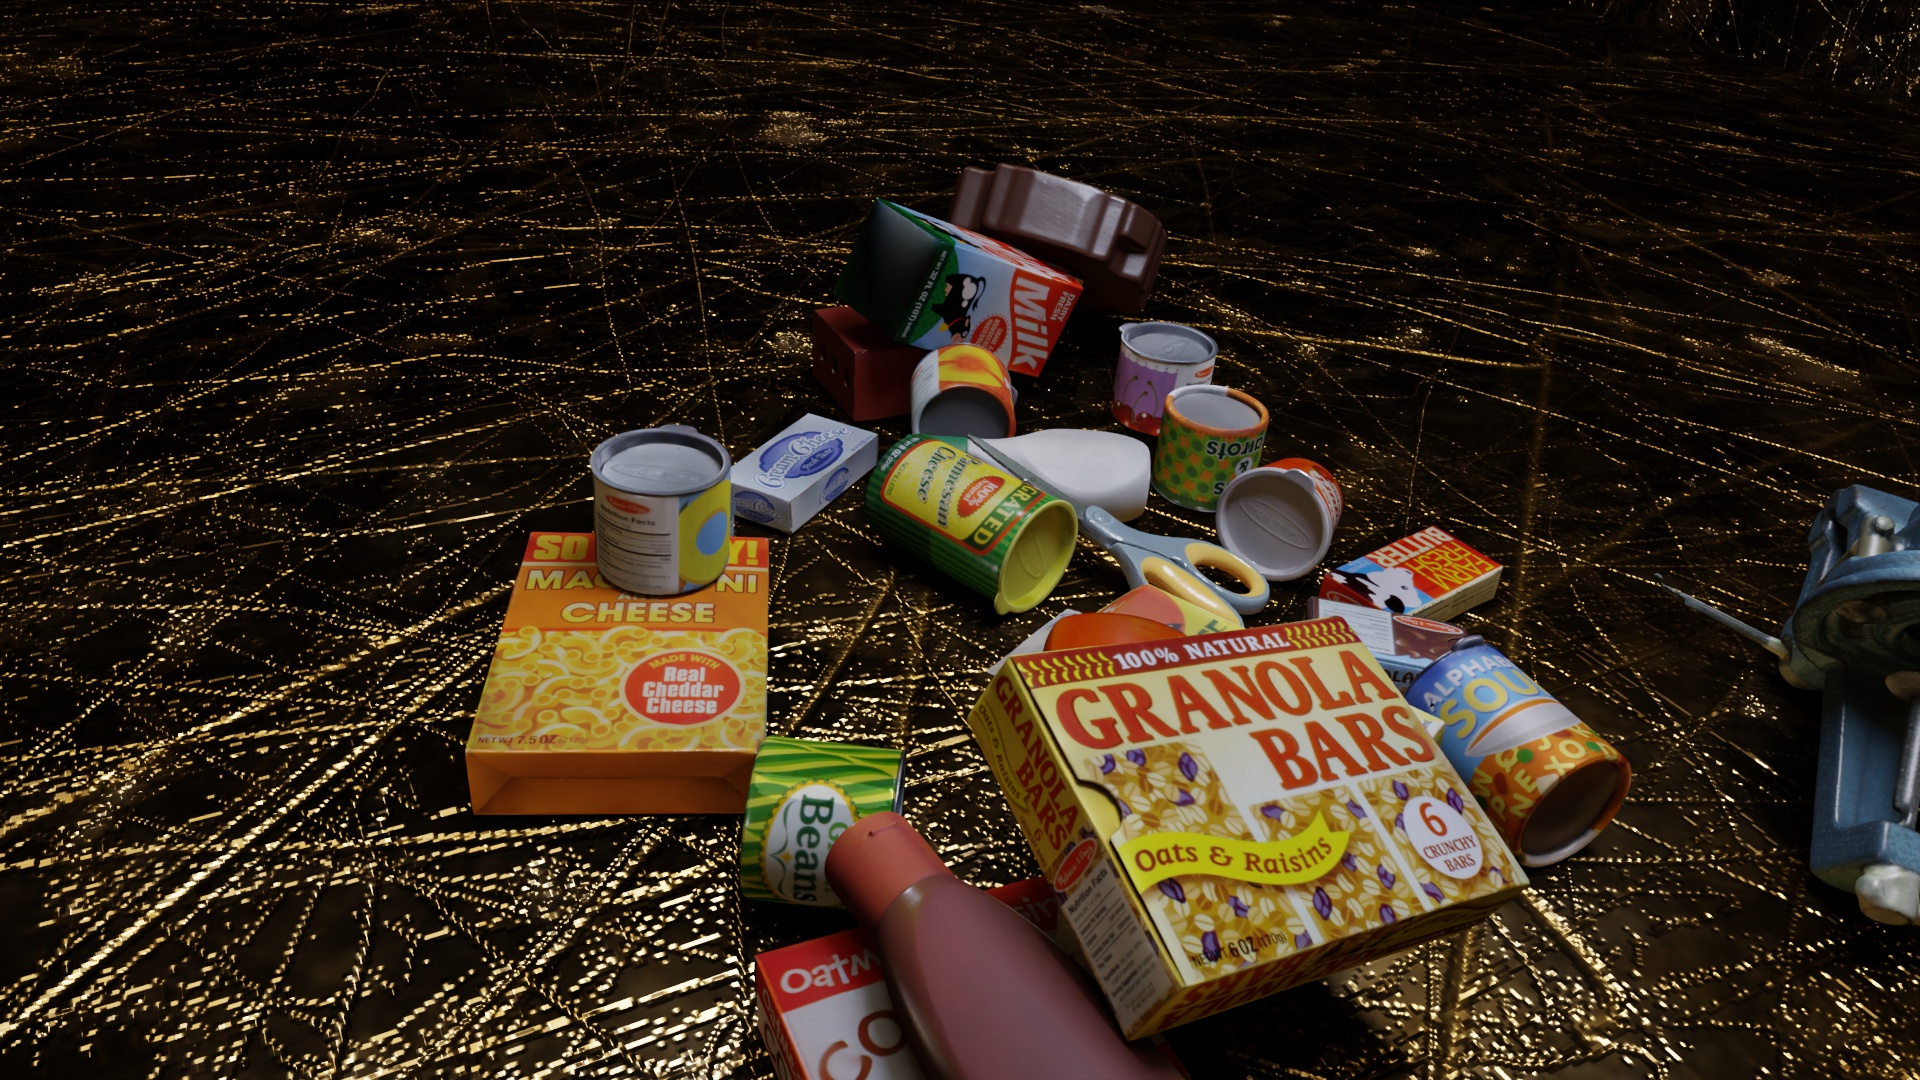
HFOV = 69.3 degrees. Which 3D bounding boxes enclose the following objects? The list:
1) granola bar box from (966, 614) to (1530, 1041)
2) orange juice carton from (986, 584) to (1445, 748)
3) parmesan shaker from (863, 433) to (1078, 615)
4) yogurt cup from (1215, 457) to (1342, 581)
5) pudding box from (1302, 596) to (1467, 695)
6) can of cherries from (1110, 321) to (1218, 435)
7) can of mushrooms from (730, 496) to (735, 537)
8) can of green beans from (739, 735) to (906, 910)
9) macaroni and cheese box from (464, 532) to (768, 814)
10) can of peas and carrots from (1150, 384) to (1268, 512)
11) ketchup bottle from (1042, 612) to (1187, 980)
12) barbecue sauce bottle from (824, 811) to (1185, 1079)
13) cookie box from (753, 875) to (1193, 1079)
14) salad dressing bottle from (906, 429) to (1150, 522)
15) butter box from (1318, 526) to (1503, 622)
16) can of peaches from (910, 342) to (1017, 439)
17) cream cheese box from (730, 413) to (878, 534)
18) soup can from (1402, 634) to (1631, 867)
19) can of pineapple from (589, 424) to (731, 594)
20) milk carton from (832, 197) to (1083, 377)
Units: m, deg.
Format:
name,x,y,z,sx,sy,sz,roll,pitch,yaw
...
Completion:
name,x,y,z,sx,sy,sz,roll,pitch,yaw
granola bar box,0.102,0.090,0.487,0.166,0.038,0.124,-4,50,-33
orange juice carton,0.108,0.084,0.628,0.193,0.072,0.072,26,39,29
parmesan shaker,0.003,-0.010,0.768,0.103,0.071,0.071,28,38,32
yogurt cup,0.190,-0.016,0.813,0.072,0.072,0.054,22,27,23
pudding box,0.221,0.061,0.725,0.084,0.030,0.050,11,31,7
can of cherries,0.139,-0.113,0.964,0.071,0.058,0.072,4,33,-2
can of mushrooms,-0.159,-0.005,0.761,0.071,0.033,0.071,5,32,-3
can of green beans,-0.054,0.114,0.558,0.058,0.071,0.071,6,32,1
macaroni and cheese box,-0.153,0.058,0.655,0.124,0.040,0.167,2,33,-8
can of peas and carrots,0.159,-0.058,0.878,0.071,0.058,0.071,4,32,-2
ketchup bottle,0.058,0.095,0.526,0.065,0.043,0.149,9,45,0
barbecue sauce bottle,0.006,0.148,0.457,0.065,0.043,0.149,-14,37,-32
cookie box,0.015,0.194,0.465,0.123,0.040,0.168,-9,35,-23
salad dressing bottle,0.039,-0.042,0.846,0.148,0.043,0.064,4,44,-1
butter box,0.258,0.026,0.793,0.104,0.024,0.053,-19,40,-34
can of peaches,0.003,-0.084,0.886,0.071,0.071,0.058,4,32,-4
cream cheese box,-0.098,-0.042,0.840,0.053,0.024,0.104,17,33,20
soup can,0.251,0.095,0.636,0.071,0.071,0.084,-9,35,-23
can of pineapple,-0.145,-0.016,0.679,0.071,0.057,0.071,5,32,-3
milk carton,0.014,-0.167,0.953,0.191,0.072,0.073,7,27,-49
